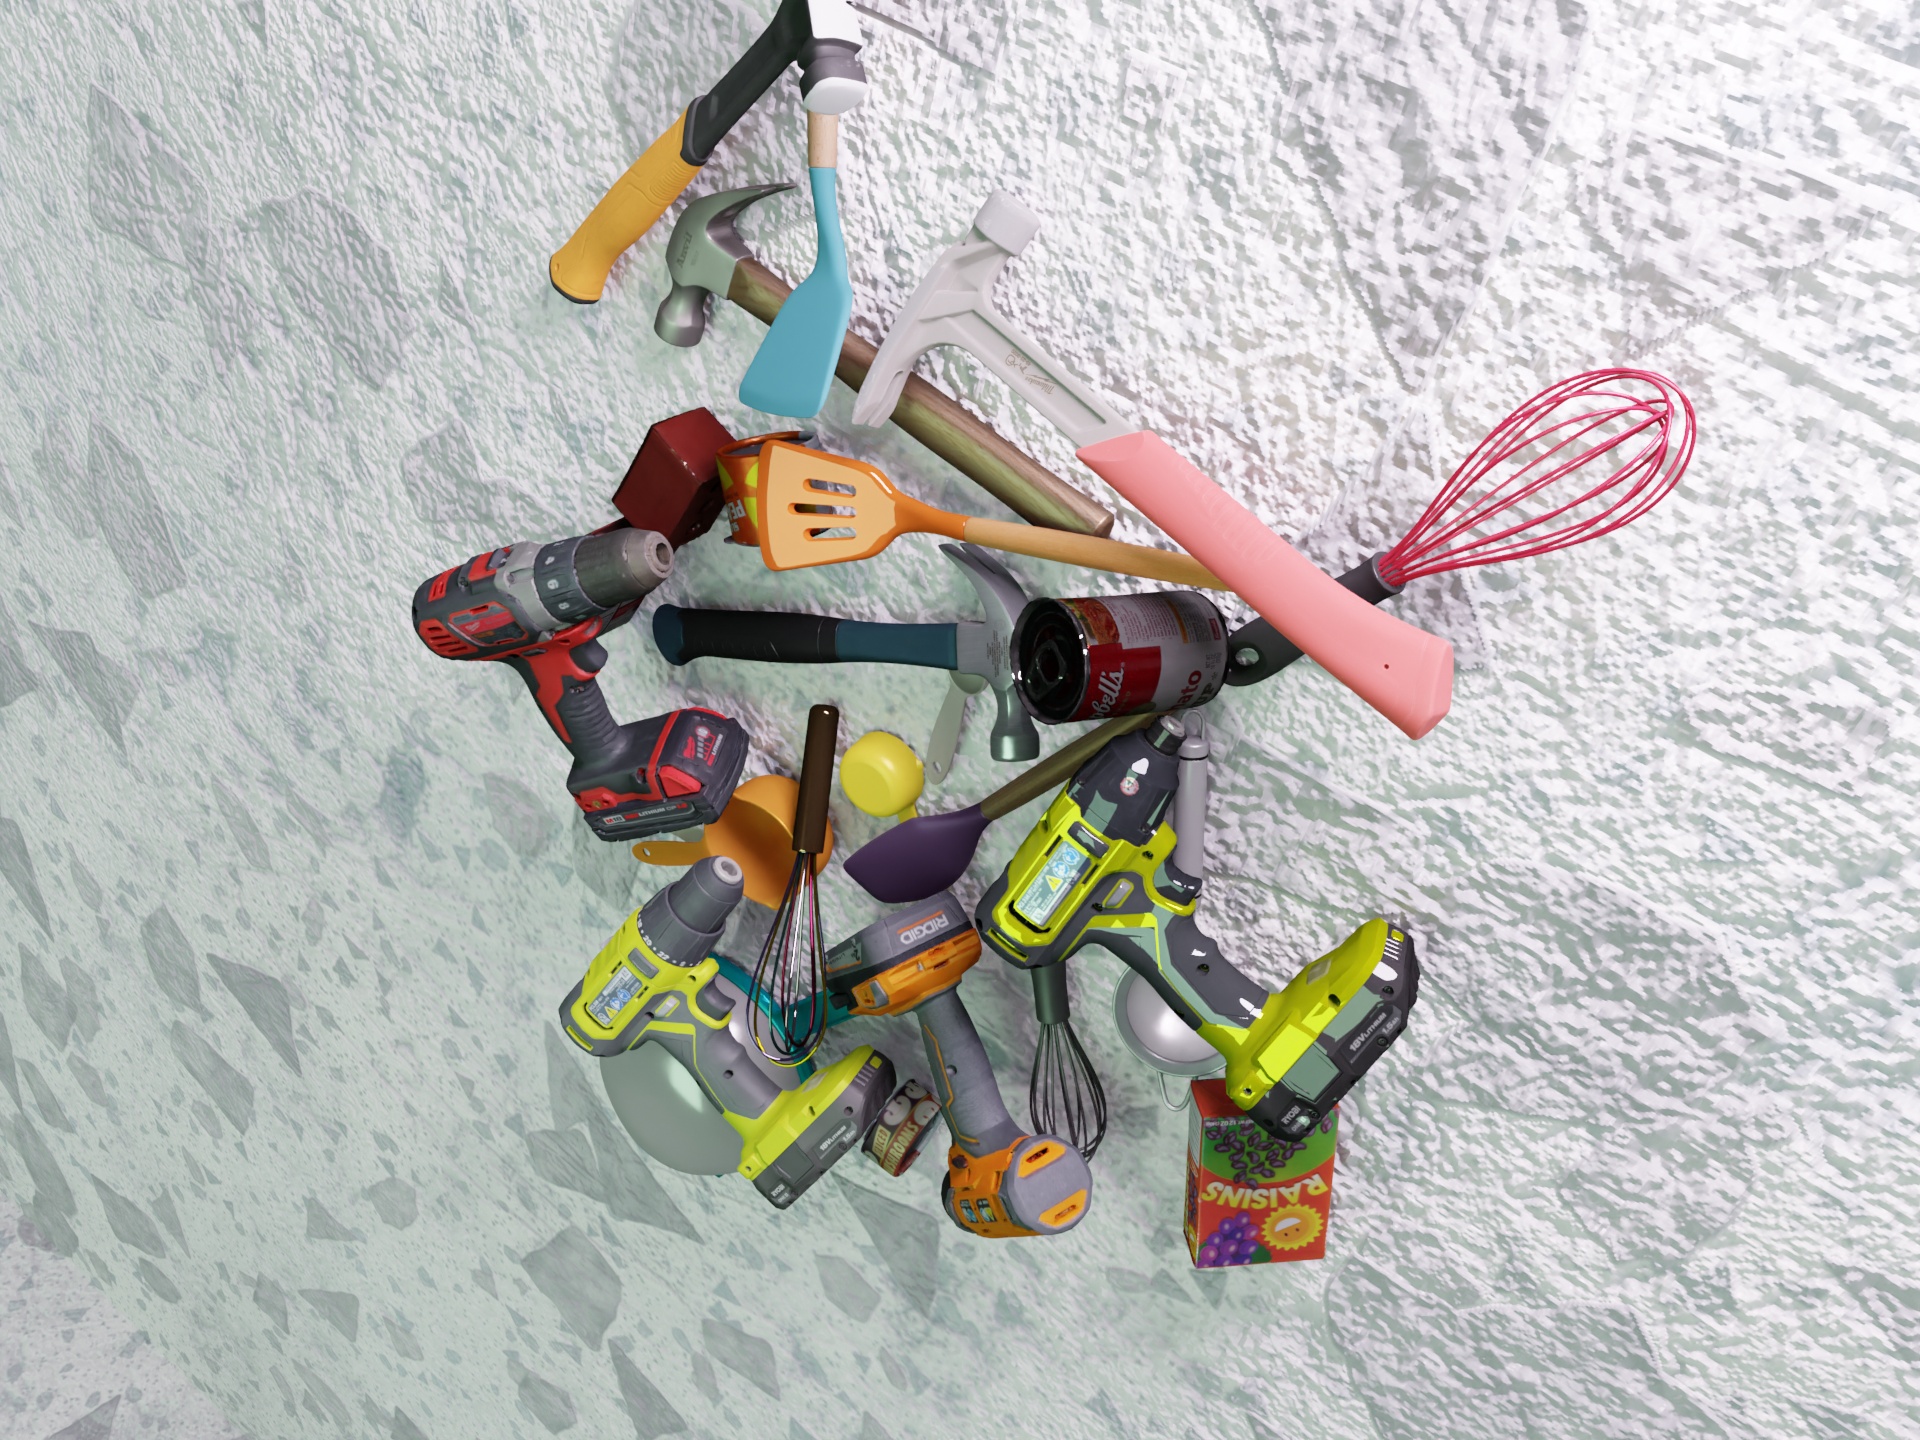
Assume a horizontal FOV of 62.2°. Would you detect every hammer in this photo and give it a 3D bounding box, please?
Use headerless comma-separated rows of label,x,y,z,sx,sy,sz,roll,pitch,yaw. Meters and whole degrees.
hammer,-0.084,-0.051,1.029,0.331,0.033,0.128,5,99,40
hammer,-0.046,-0.202,0.936,0.331,0.031,0.130,38,131,14
hammer,-0.163,-0.336,0.917,0.337,0.034,0.127,-21,79,52
hammer,0.099,-0.112,0.813,0.359,0.036,0.149,44,113,20

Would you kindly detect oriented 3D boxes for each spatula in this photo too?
spatula,0.020,-0.101,0.893,0.323,0.041,0.081,15,113,32
spatula,0.036,0.048,1.004,0.059,0.018,0.316,43,130,-15
spatula,-0.082,-0.326,0.859,0.082,0.044,0.317,22,117,47

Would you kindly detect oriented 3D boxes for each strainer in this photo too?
strainer,0.138,0.114,0.962,0.087,0.050,0.258,4,111,13
strainer,-0.185,0.272,1.252,0.340,0.095,0.211,-31,93,44

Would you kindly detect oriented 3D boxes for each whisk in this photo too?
whisk,0.225,-0.081,0.781,0.073,0.073,0.296,55,139,-1
whisk,0.065,0.194,1.059,0.055,0.055,0.238,5,112,35
whisk,-0.102,0.111,1.076,0.047,0.051,0.245,2,84,46

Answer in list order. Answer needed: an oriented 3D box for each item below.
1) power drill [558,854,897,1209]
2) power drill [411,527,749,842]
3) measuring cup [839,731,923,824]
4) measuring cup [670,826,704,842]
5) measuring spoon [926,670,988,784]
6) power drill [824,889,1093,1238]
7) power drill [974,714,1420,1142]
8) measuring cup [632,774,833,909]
power drill,-0.160,0.221,1.149,0.228,0.080,0.190,43,116,1
power drill,-0.228,-0.029,1.052,0.188,0.080,0.226,-12,130,26
measuring cup,-0.040,0.083,1.085,0.062,0.029,0.156,-7,109,39
measuring cup,-0.209,0.070,1.210,0.167,0.038,0.083,31,126,-1
measuring spoon,-0.002,-0.003,1.024,0.034,0.018,0.124,43,139,24
power drill,-0.009,0.242,1.077,0.226,0.084,0.164,64,151,8
power drill,0.140,0.116,0.902,0.223,0.080,0.171,37,114,6
measuring cup,-0.167,0.085,1.164,0.174,0.052,0.095,-5,113,37
